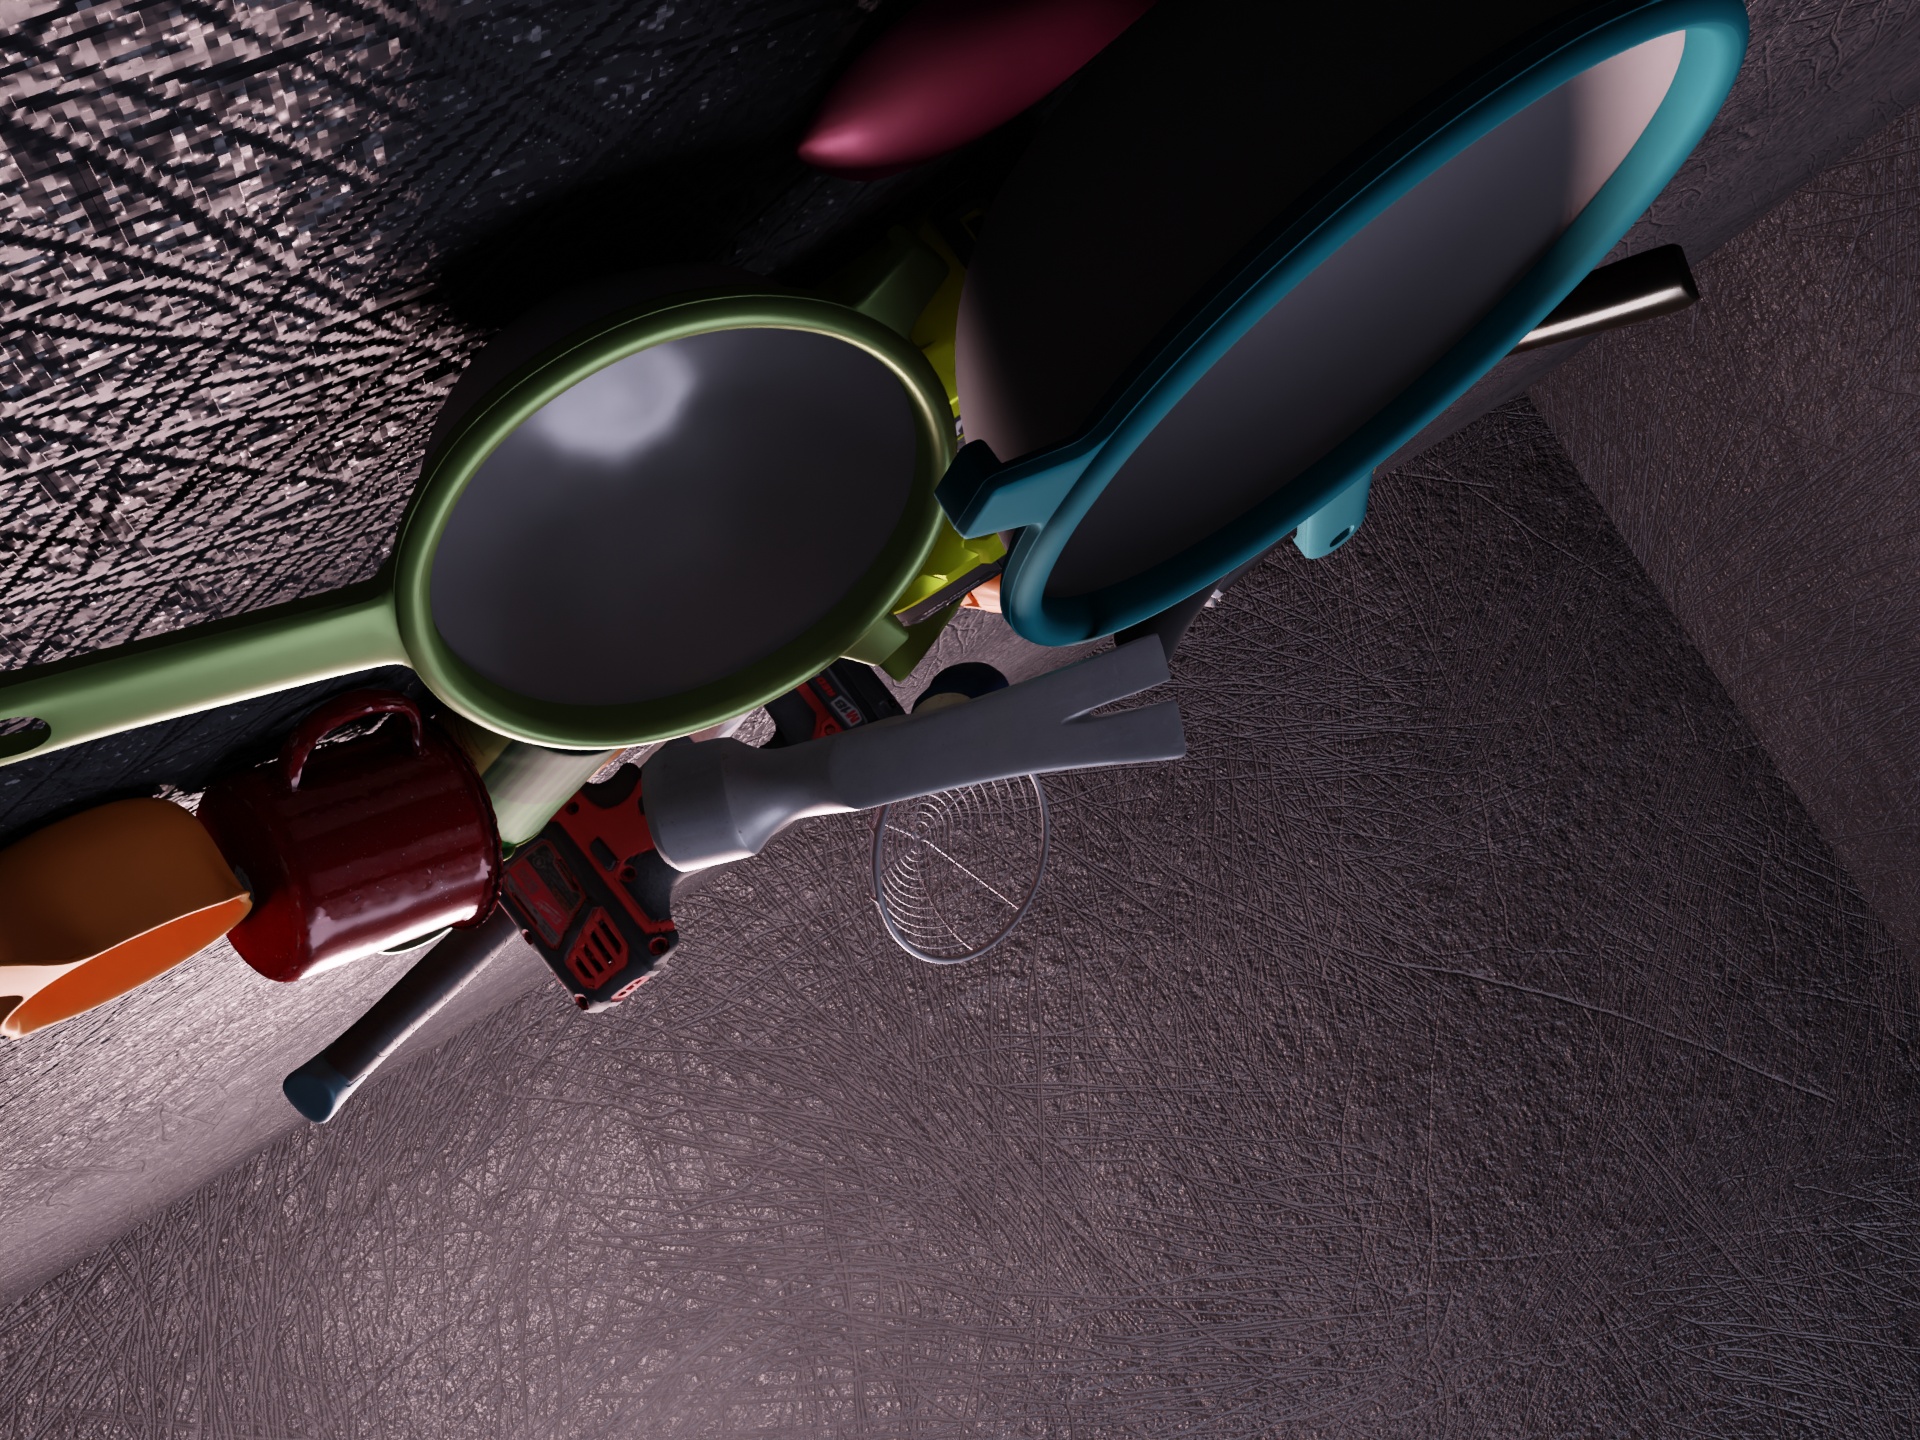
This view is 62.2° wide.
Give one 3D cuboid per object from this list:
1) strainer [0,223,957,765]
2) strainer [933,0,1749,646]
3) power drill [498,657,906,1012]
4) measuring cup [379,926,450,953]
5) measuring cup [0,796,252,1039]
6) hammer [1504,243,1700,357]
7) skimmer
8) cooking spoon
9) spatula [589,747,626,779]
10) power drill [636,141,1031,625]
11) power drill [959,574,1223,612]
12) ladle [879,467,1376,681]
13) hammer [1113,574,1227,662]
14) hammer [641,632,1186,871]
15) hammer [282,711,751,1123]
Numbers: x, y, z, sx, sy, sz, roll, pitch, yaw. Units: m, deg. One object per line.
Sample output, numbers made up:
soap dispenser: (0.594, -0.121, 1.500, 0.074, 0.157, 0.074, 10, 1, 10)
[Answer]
strainer: (-0.128, -0.050, 0.401, 0.256, 0.069, 0.151, -18, 147, -20)
strainer: (0.086, -0.113, 0.452, 0.211, 0.095, 0.340, -38, 169, 7)
power drill: (-0.142, 0.028, 0.801, 0.219, 0.143, 0.078, -39, 176, -2)
measuring cup: (-0.271, 0.054, 0.858, 0.167, 0.038, 0.083, -51, 159, 12)
measuring cup: (-0.303, 0.061, 0.513, 0.095, 0.052, 0.173, -32, 174, -1)
hammer: (0.170, -0.164, 0.802, 0.410, 0.038, 0.146, -17, 176, -4)
skimmer: (0.093, -0.015, 0.827, 0.363, 0.090, 0.127, -42, 131, 18)
cooking spoon: (0.093, -0.196, 0.336, 0.319, 0.017, 0.068, -24, 173, 29)
spatula: (-0.241, 0.035, 0.910, 0.322, 0.041, 0.081, -38, 173, 19)
power drill: (-0.026, -0.096, 0.570, 0.190, 0.080, 0.228, -34, 173, 6)
power drill: (0.092, -0.096, 0.972, 0.164, 0.084, 0.226, 10, -169, 17)
ladle: (0.094, -0.090, 0.832, 0.320, 0.062, 0.078, -17, 172, -23)
hammer: (0.167, -0.155, 0.681, 0.334, 0.035, 0.146, -56, 180, 25)
hammer: (-0.001, -0.002, 0.610, 0.144, 0.035, 0.405, -13, -177, 4)
hammer: (-0.230, 0.087, 0.870, 0.331, 0.033, 0.128, -46, -176, -29)
